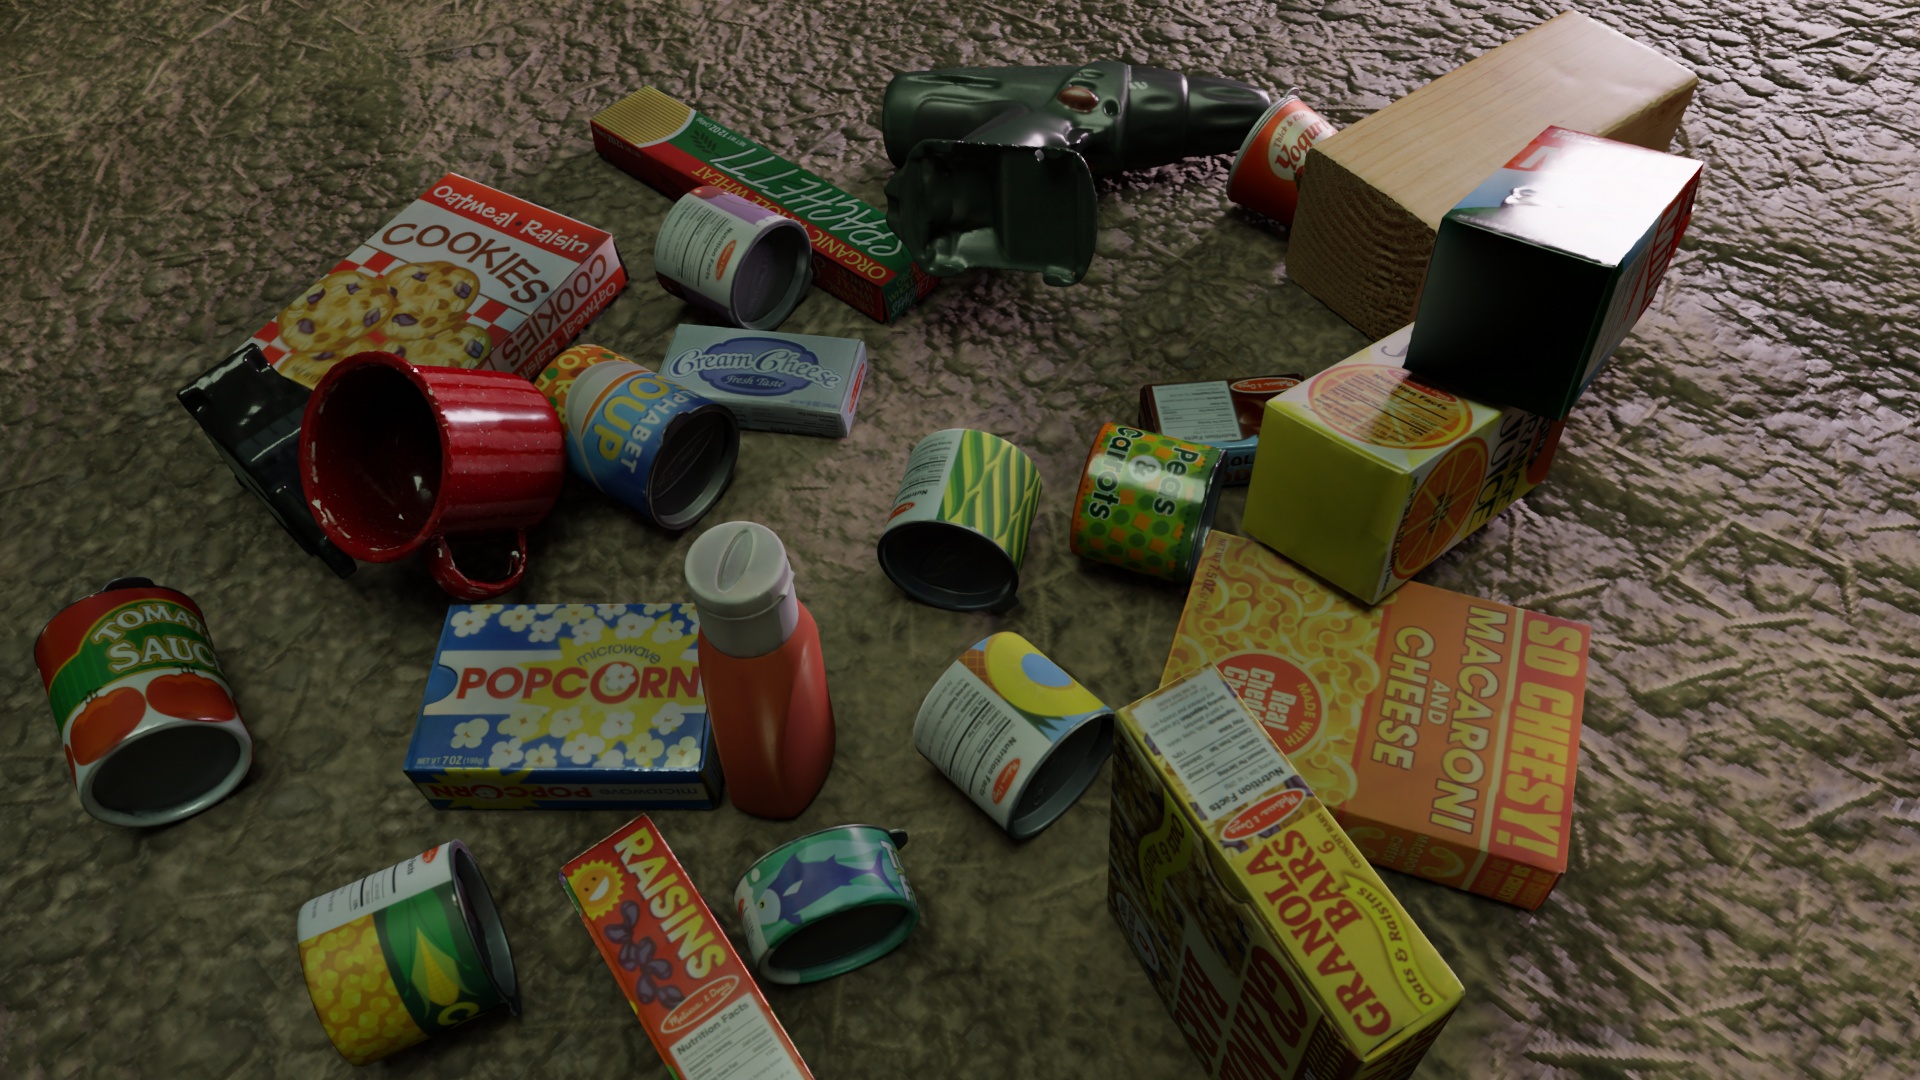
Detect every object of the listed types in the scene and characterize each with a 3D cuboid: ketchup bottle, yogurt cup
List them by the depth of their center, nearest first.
[{"bbox_3d":[-0.078,0.051,0.549,0.043,0.148,0.065,9,54,8],"label":"ketchup bottle"},{"bbox_3d":[0.193,-0.212,0.797,0.054,0.072,0.073,38,62,18],"label":"yogurt cup"}]

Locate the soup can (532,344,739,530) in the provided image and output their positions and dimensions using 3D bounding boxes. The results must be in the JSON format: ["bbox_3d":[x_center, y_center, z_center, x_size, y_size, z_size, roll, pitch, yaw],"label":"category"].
[{"bbox_3d":[-0.162,-0.054,0.682,0.084,0.071,0.072,26,58,21],"label":"soup can"}]

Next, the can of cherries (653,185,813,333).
[{"bbox_3d":[-0.124,-0.154,0.764,0.058,0.071,0.072,27,58,22],"label":"can of cherries"}]

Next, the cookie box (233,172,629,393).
[{"bbox_3d":[-0.284,-0.123,0.761,0.123,0.040,0.168,24,58,19],"label":"cookie box"}]

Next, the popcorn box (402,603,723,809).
[{"bbox_3d":[-0.165,0.071,0.606,0.127,0.038,0.085,0,53,2],"label":"popcorn box"}]

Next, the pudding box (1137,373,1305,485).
[{"bbox_3d":[0.134,-0.054,0.697,0.084,0.030,0.050,-5,51,-1],"label":"pudding box"}]

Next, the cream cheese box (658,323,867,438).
[{"bbox_3d":[-0.105,-0.085,0.733,0.104,0.024,0.054,6,52,7],"label":"cream cheese box"}]

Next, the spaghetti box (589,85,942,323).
[{"bbox_3d":[-0.119,-0.203,0.823,0.250,0.028,0.050,33,60,25],"label":"spaghetti box"}]

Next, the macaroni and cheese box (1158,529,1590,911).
[{"bbox_3d":[0.171,0.071,0.592,0.166,0.040,0.124,15,54,14],"label":"macaroni and cheese box"}]

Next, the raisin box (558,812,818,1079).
[{"bbox_3d":[-0.090,0.169,0.497,0.040,0.085,0.124,-33,58,-15],"label":"raisin box"}]

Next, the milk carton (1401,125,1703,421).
[{"bbox_3d":[0.275,-0.132,0.629,0.072,0.073,0.191,26,42,27],"label":"milk carton"}]

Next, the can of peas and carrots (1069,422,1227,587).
[{"bbox_3d":[0.087,-0.018,0.645,0.059,0.070,0.071,15,54,14],"label":"can of peas and carrots"}]

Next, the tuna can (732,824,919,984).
[{"bbox_3d":[-0.048,0.139,0.531,0.071,0.070,0.033,-18,55,-11],"label":"tuna can"}]

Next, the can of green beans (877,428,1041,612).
[{"bbox_3d":[0.001,-0.009,0.645,0.071,0.071,0.058,10,53,10],"label":"can of green beans"}]

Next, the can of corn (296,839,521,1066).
[{"bbox_3d":[-0.207,0.158,0.525,0.058,0.070,0.071,-21,55,-13],"label":"can of corn"}]

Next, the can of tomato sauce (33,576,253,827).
[{"bbox_3d":[-0.349,0.069,0.595,0.071,0.070,0.083,-29,57,-19],"label":"can of tomato sauce"}]

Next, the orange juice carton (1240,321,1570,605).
[{"bbox_3d":[0.222,-0.053,0.642,0.193,0.071,0.073,-28,47,-34],"label":"orange juice carton"}]

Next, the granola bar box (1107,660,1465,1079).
[{"bbox_3d":[0.097,0.135,0.467,0.039,0.164,0.124,-25,55,-13],"label":"granola bar box"}]

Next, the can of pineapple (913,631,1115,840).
[{"bbox_3d":[0.024,0.080,0.576,0.071,0.070,0.058,-38,60,-24],"label":"can of pineapple"}]
